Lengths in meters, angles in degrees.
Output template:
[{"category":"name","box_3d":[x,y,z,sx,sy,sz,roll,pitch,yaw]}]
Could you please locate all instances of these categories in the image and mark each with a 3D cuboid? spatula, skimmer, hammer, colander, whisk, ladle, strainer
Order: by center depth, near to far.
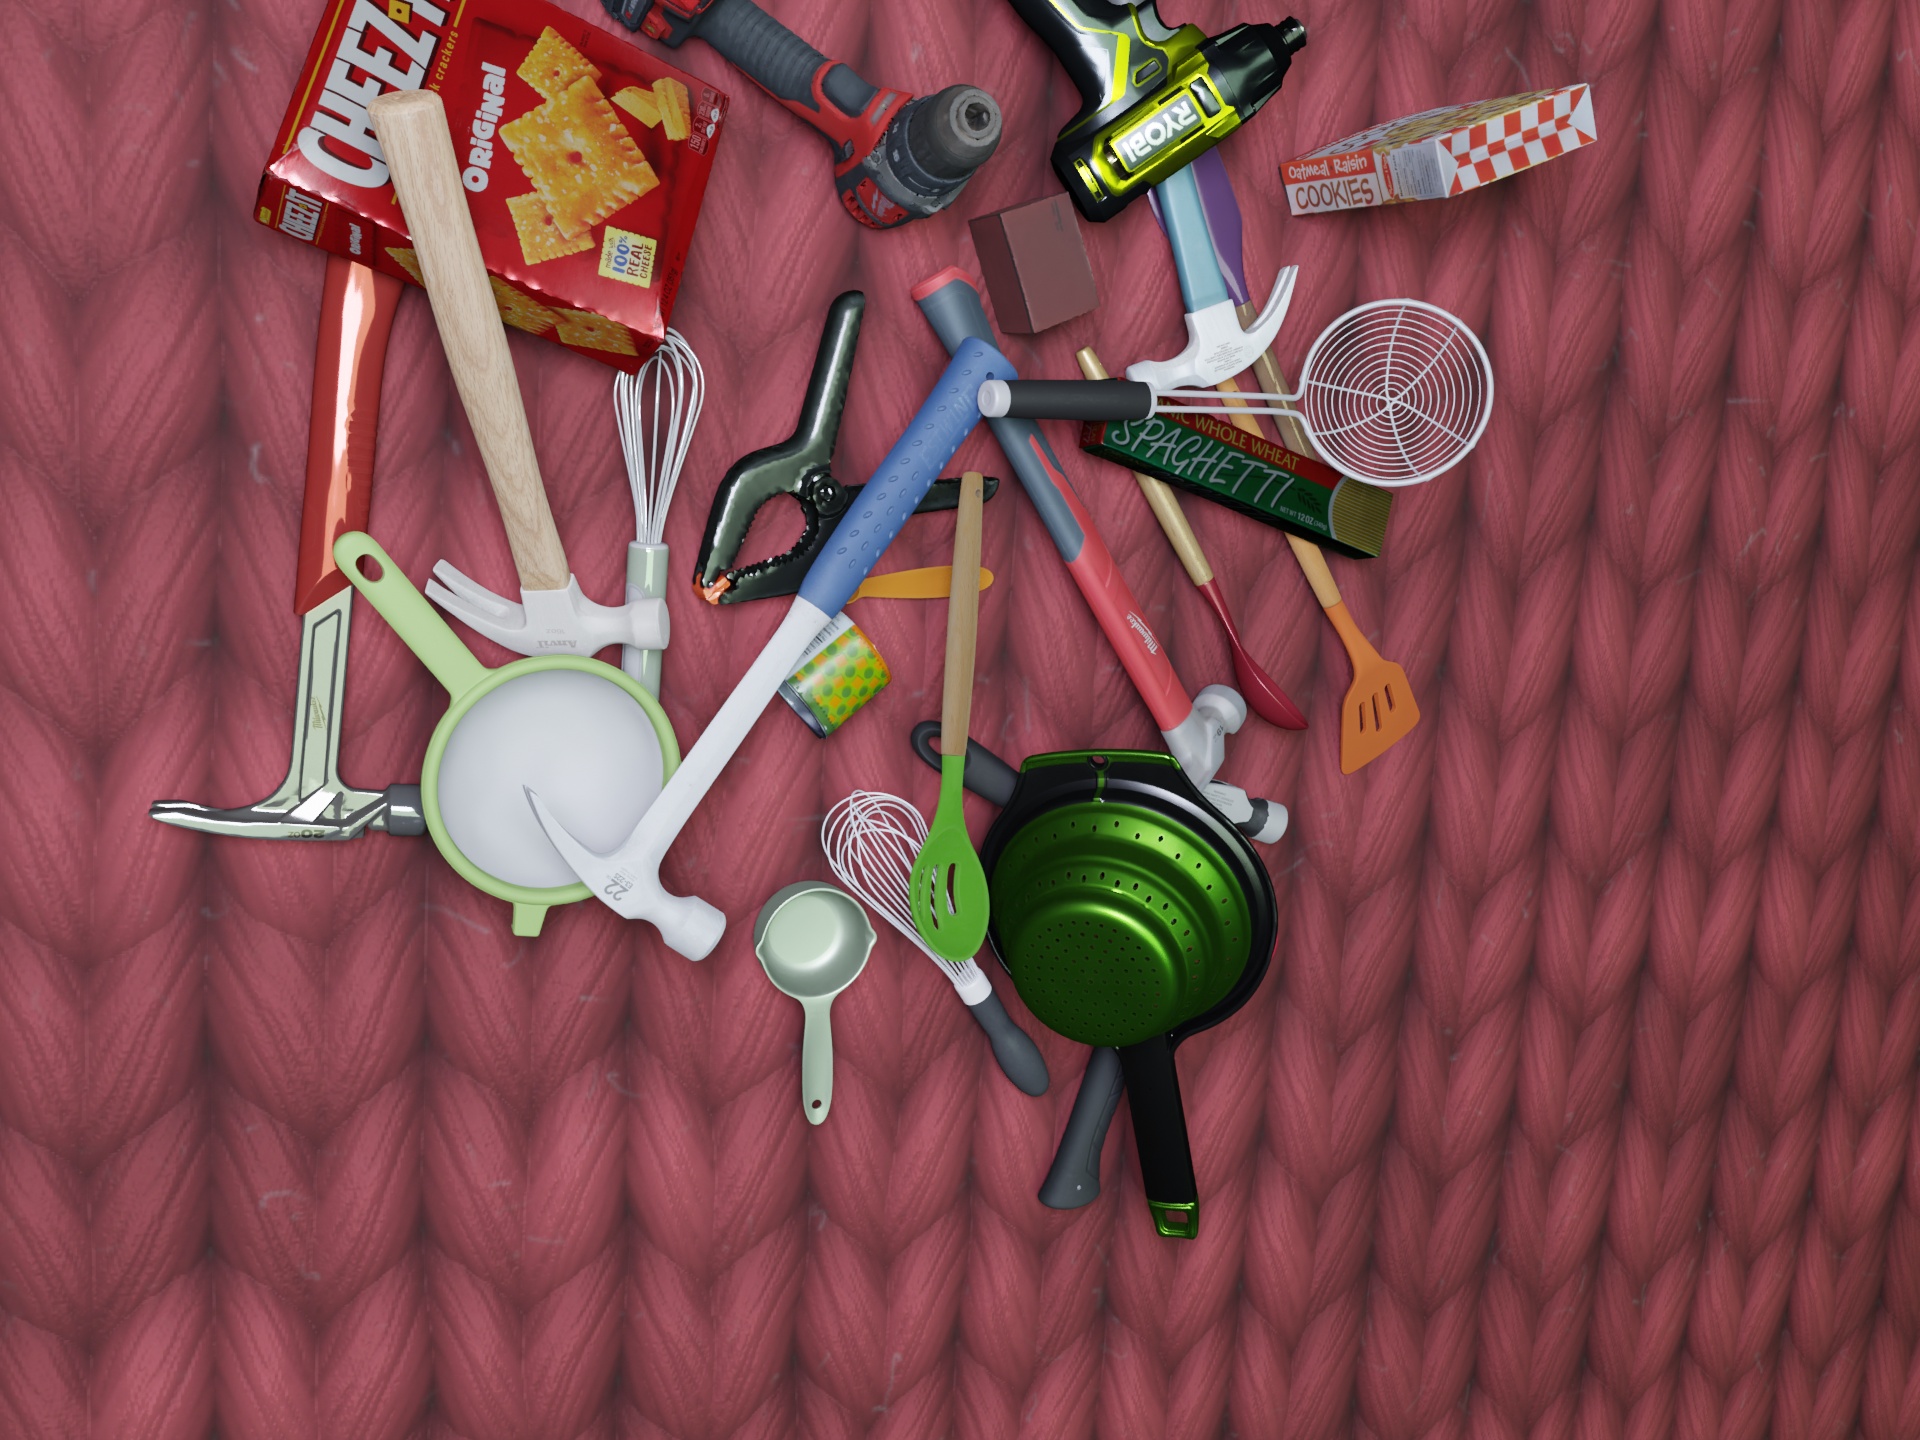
[{"category":"hammer","box_3d":[-0.253,-0.168,0.855,0.130,0.031,0.331,-3,130,4]},{"category":"hammer","box_3d":[-0.365,-0.109,0.901,0.149,0.037,0.359,5,99,-23]},{"category":"strainer","box_3d":[-0.277,-0.009,0.933,0.151,0.069,0.256,-42,115,-14]},{"category":"hammer","box_3d":[-0.098,-0.062,0.950,0.144,0.035,0.405,38,81,-22]},{"category":"whisk","box_3d":[-0.190,-0.114,0.968,0.059,0.058,0.246,-10,111,-52]},{"category":"skimmer","box_3d":[0.185,-0.211,1.019,0.363,0.090,0.127,-6,91,-31]},{"category":"hammer","box_3d":[0.131,-0.384,1.045,0.128,0.033,0.331,-19,105,-2]},{"category":"hammer","box_3d":[0.069,-0.115,1.052,0.386,0.038,0.143,58,45,-17]},{"category":"colander","box_3d":[0.111,0.214,1.056,0.204,0.094,0.396,-2,115,22]},{"category":"whisk","box_3d":[0.092,0.086,1.085,0.295,0.073,0.073,33,87,-5]},{"category":"whisk","box_3d":[-0.006,0.159,1.092,0.070,0.070,0.284,-37,116,-12]},{"category":"ladle","box_3d":[0.160,-0.120,1.112,0.031,0.069,0.315,-28,106,10]},{"category":"spatula","box_3d":[0.204,-0.268,1.115,0.060,0.018,0.315,-30,109,-8]},{"category":"hammer","box_3d":[0.123,0.199,1.162,0.146,0.035,0.335,18,93,-25]},{"category":"spatula","box_3d":[0.257,-0.107,1.167,0.081,0.041,0.322,-34,107,-14]}]

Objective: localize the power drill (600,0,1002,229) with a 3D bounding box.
[{"category":"power drill","box_3d":[-0.082,-0.372,0.888,0.226,0.188,0.080,38,84,-20]}]

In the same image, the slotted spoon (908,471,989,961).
[{"category":"slotted spoon","box_3d":[-0.002,-0.003,1.025,0.070,0.031,0.314,4,89,-45]}]

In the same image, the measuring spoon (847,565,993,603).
[{"category":"measuring spoon","box_3d":[-0.032,-0.091,1.058,0.117,0.011,0.021,-7,102,-25]}]

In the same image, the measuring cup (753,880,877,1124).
[{"category":"measuring cup","box_3d":[-0.101,0.187,1.067,0.083,0.038,0.167,-4,104,-22]}]

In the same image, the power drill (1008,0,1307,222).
[{"category":"power drill","box_3d":[0.094,-0.447,0.974,0.171,0.080,0.223,-33,106,8]}]
